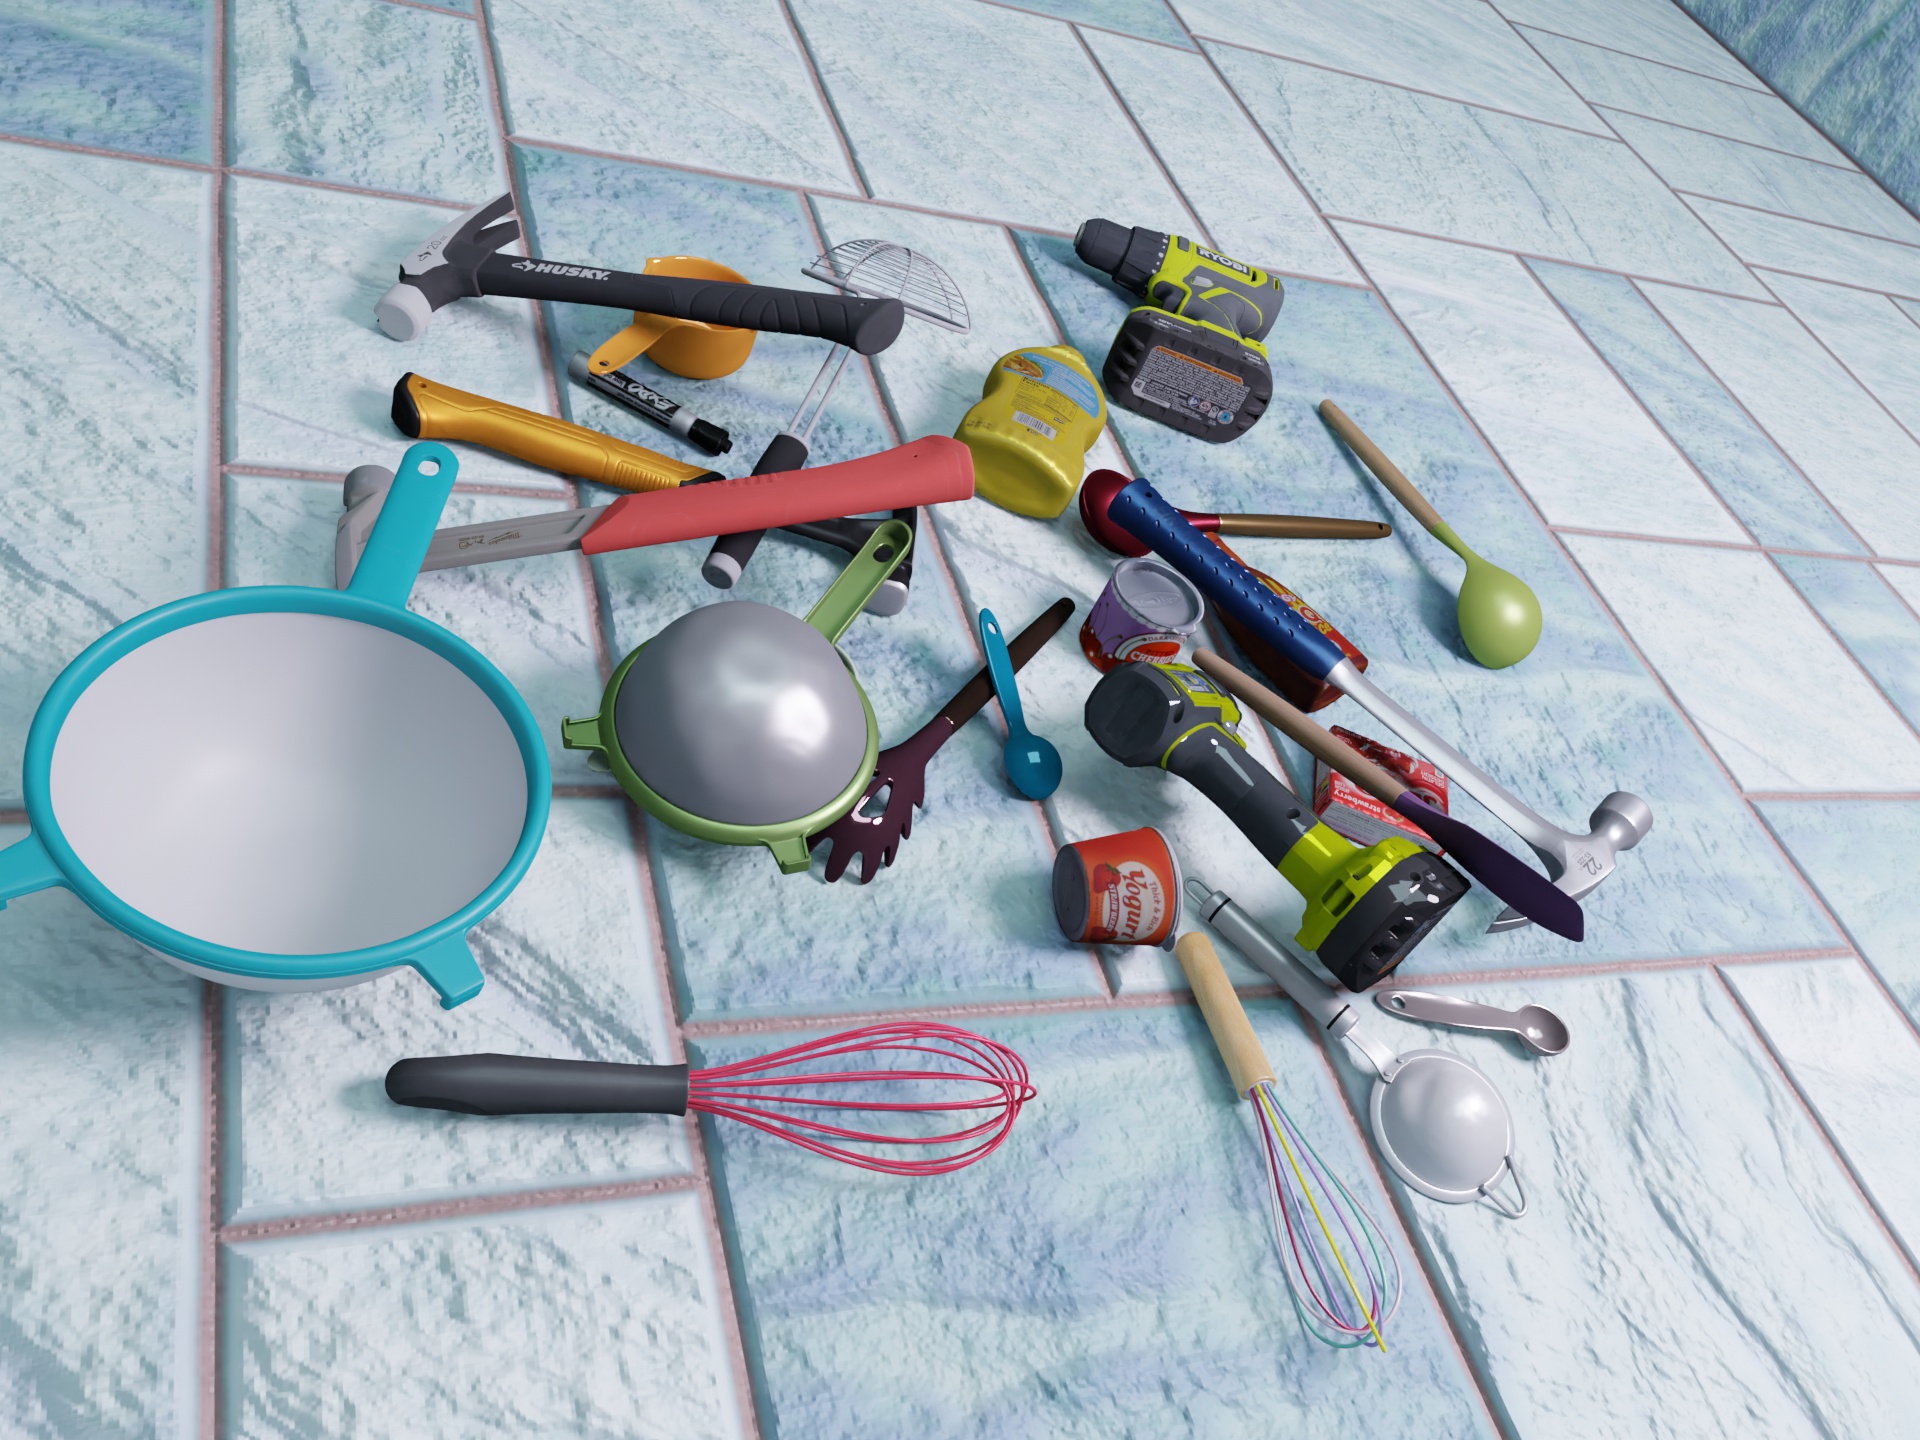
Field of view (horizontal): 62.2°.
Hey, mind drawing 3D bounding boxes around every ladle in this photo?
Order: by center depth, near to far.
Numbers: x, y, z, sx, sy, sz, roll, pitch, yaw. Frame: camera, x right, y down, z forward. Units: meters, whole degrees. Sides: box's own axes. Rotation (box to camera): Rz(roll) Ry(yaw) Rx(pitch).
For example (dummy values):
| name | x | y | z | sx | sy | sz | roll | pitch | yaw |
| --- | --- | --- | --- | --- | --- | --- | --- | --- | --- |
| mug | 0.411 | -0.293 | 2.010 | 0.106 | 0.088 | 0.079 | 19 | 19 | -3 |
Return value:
| name | x | y | z | sx | sy | sz | roll | pitch | yaw |
| --- | --- | --- | --- | --- | --- | --- | --- | --- | --- |
| ladle | 0.215 | -0.152 | 1.218 | 0.315 | 0.031 | 0.069 | -1 | 73 | -31 |
| ladle | 0.372 | -0.164 | 1.309 | 0.078 | 0.062 | 0.321 | 8 | 38 | -33 |

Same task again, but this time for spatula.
| name | x | y | z | sx | sy | sz | roll | pitch | yaw |
| --- | --- | --- | --- | --- | --- | --- | --- | --- | --- |
| spatula | 0.253 | 0.037 | 0.980 | 0.018 | 0.059 | 0.316 | -39 | 50 | -12 |

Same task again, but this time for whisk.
| name | x | y | z | sx | sy | sz | roll | pitch | yaw |
| --- | --- | --- | --- | --- | --- | --- | --- | --- | --- |
| whisk | -0.106 | 0.169 | 0.724 | 0.295 | 0.073 | 0.073 | 5 | 47 | -16 |
| whisk | 0.165 | 0.214 | 0.833 | 0.047 | 0.051 | 0.245 | 21 | 34 | -38 |

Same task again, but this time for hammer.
| name | x | y | z | sx | sy | sz | roll | pitch | yaw |
| --- | --- | --- | --- | --- | --- | --- | --- | --- | --- |
| hammer | -0.166 | -0.110 | 0.903 | 0.359 | 0.036 | 0.149 | -10 | 51 | -11 |
| hammer | -0.189 | -0.161 | 1.018 | 0.336 | 0.034 | 0.127 | 16 | 44 | -13 |
| hammer | -0.201 | -0.283 | 1.046 | 0.335 | 0.035 | 0.146 | 10 | 47 | 10 |
| hammer | 0.253 | -0.025 | 1.051 | 0.144 | 0.035 | 0.406 | -36 | 68 | -31 |

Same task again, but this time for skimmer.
| name | x | y | z | sx | sy | sz | roll | pitch | yaw |
| --- | --- | --- | --- | --- | --- | --- | --- | --- | --- |
| skimmer | -0.092 | -0.204 | 1.059 | 0.127 | 0.090 | 0.363 | 21 | 54 | 1 |

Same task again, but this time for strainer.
| name | x | y | z | sx | sy | sz | roll | pitch | yaw |
| --- | --- | --- | --- | --- | --- | --- | --- | --- | --- |
| strainer | -0.298 | -0.001 | 0.760 | 0.211 | 0.095 | 0.341 | 16 | 43 | -14 |
| strainer | -0.088 | -0.047 | 0.870 | 0.151 | 0.069 | 0.256 | 29 | 52 | 7 |
| strainer | 0.222 | 0.176 | 0.896 | 0.087 | 0.050 | 0.259 | -36 | 66 | -29 |

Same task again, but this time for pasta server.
| name | x | y | z | sx | sy | sz | roll | pitch | yaw |
| --- | --- | --- | --- | --- | --- | --- | --- | --- | --- |
| pasta server | -0.002 | -0.003 | 0.968 | 0.060 | 0.040 | 0.316 | 35 | 39 | 8 |

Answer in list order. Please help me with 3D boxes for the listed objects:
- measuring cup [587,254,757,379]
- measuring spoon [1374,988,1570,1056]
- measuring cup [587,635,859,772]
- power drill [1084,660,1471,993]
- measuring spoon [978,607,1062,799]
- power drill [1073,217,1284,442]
| name | x | y | z | sx | sy | sz | roll | pitch | yaw |
| --- | --- | --- | --- | --- | --- | --- | --- | --- | --- |
| measuring cup | -0.205 | -0.258 | 1.093 | 0.095 | 0.052 | 0.174 | 32 | 45 | 6 |
| measuring spoon | 0.305 | 0.181 | 0.954 | 0.124 | 0.018 | 0.034 | 12 | 44 | -7 |
| measuring cup | -0.134 | 0.002 | 0.890 | 0.167 | 0.038 | 0.083 | -25 | 64 | -30 |
| power drill | 0.190 | 0.051 | 0.952 | 0.223 | 0.080 | 0.171 | 45 | 18 | 20 |
| measuring spoon | 0.037 | -0.015 | 0.969 | 0.042 | 0.021 | 0.129 | 5 | 62 | -47 |
| power drill | 0.183 | -0.346 | 1.358 | 0.190 | 0.080 | 0.229 | 20 | 40 | -9 |
